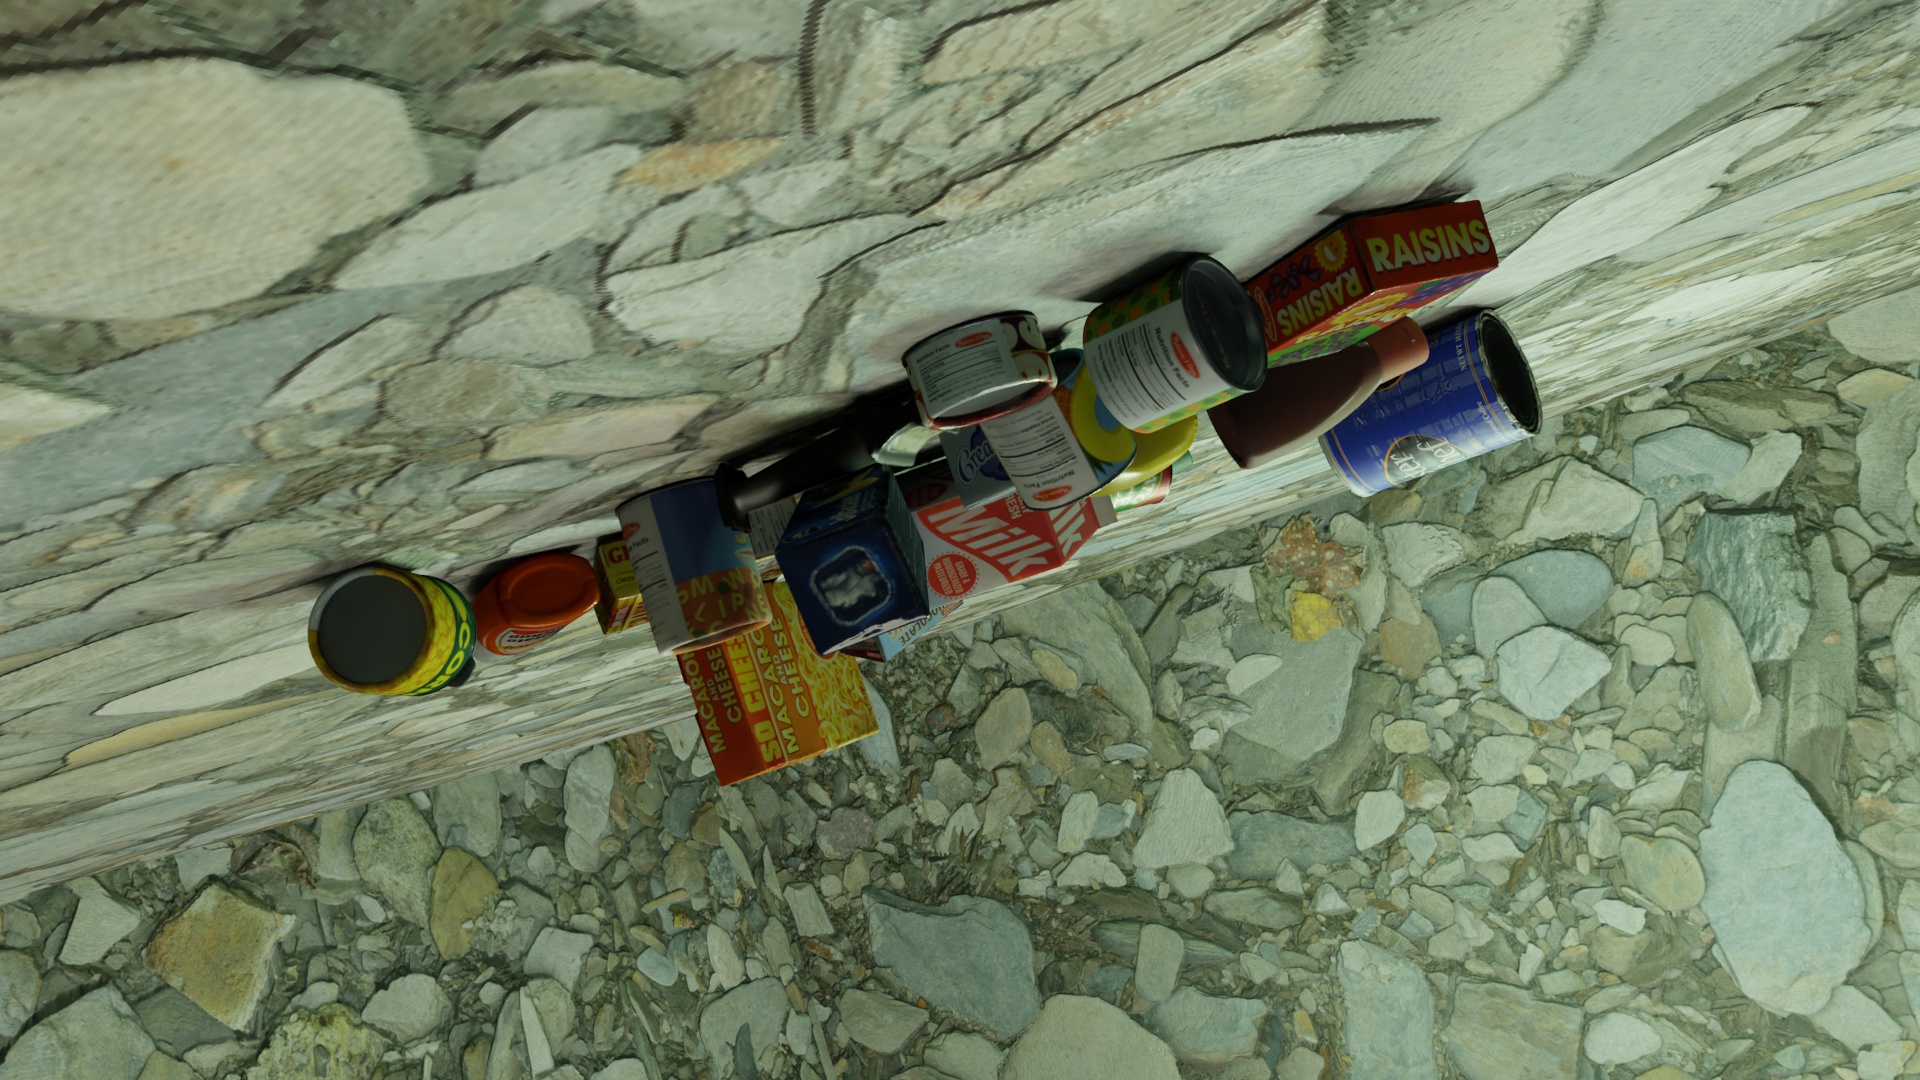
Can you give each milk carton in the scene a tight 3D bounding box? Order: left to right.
[{"bbox_3d":[0.003,-0.011,0.911,0.190,0.072,0.074,-18,-156,7],"label":"milk carton"}]

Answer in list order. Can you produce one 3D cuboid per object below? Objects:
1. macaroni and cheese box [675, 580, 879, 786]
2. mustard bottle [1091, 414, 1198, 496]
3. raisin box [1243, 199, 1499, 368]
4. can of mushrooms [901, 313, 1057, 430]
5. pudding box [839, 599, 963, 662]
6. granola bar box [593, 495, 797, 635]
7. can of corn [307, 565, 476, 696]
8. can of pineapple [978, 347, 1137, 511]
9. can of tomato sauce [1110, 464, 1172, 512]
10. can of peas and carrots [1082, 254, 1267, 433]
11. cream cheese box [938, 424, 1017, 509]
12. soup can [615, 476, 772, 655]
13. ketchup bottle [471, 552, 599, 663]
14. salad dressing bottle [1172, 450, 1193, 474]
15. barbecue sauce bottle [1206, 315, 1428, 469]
[{"bbox_3d":[-0.126,0.092,0.957,0.040,0.124,0.167,-22,173,22],"label":"macaroni and cheese box"},{"bbox_3d":[0.113,-0.068,0.881,0.048,0.065,0.161,-28,173,36],"label":"mustard bottle"},{"bbox_3d":[0.195,-0.127,0.704,0.086,0.040,0.123,-14,174,-26],"label":"raisin box"},{"bbox_3d":[0.010,-0.077,0.642,0.071,0.033,0.071,-18,173,-2],"label":"can of mushrooms"},{"bbox_3d":[-0.045,0.049,0.958,0.049,0.030,0.084,6,-148,44],"label":"pudding box"},{"bbox_3d":[-0.176,0.017,0.916,0.124,0.039,0.165,-17,174,-20],"label":"granola bar box"},{"bbox_3d":[-0.293,0.049,0.723,0.071,0.071,0.058,-18,173,-2],"label":"can of corn"},{"bbox_3d":[0.048,-0.058,0.707,0.071,0.057,0.071,-26,-158,12],"label":"can of pineapple"},{"bbox_3d":[0.098,-0.049,0.979,0.083,0.071,0.071,-14,173,-25],"label":"can of tomato sauce"},{"bbox_3d":[0.099,-0.090,0.638,0.058,0.071,0.071,-22,172,39],"label":"can of peas and carrots"},{"bbox_3d":[0.036,-0.059,0.786,0.103,0.053,0.024,-23,174,39],"label":"cream cheese box"},{"bbox_3d":[-0.144,0.014,0.770,0.071,0.084,0.071,-18,174,-2],"label":"soup can"},{"bbox_3d":[-0.276,0.046,0.867,0.065,0.043,0.148,-14,173,-34],"label":"ketchup bottle"},{"bbox_3d":[0.113,-0.044,1.119,0.147,0.064,0.044,-26,163,4],"label":"salad dressing bottle"},{"bbox_3d":[0.243,-0.106,0.939,0.149,0.065,0.043,-26,166,-6],"label":"barbecue sauce bottle"}]
